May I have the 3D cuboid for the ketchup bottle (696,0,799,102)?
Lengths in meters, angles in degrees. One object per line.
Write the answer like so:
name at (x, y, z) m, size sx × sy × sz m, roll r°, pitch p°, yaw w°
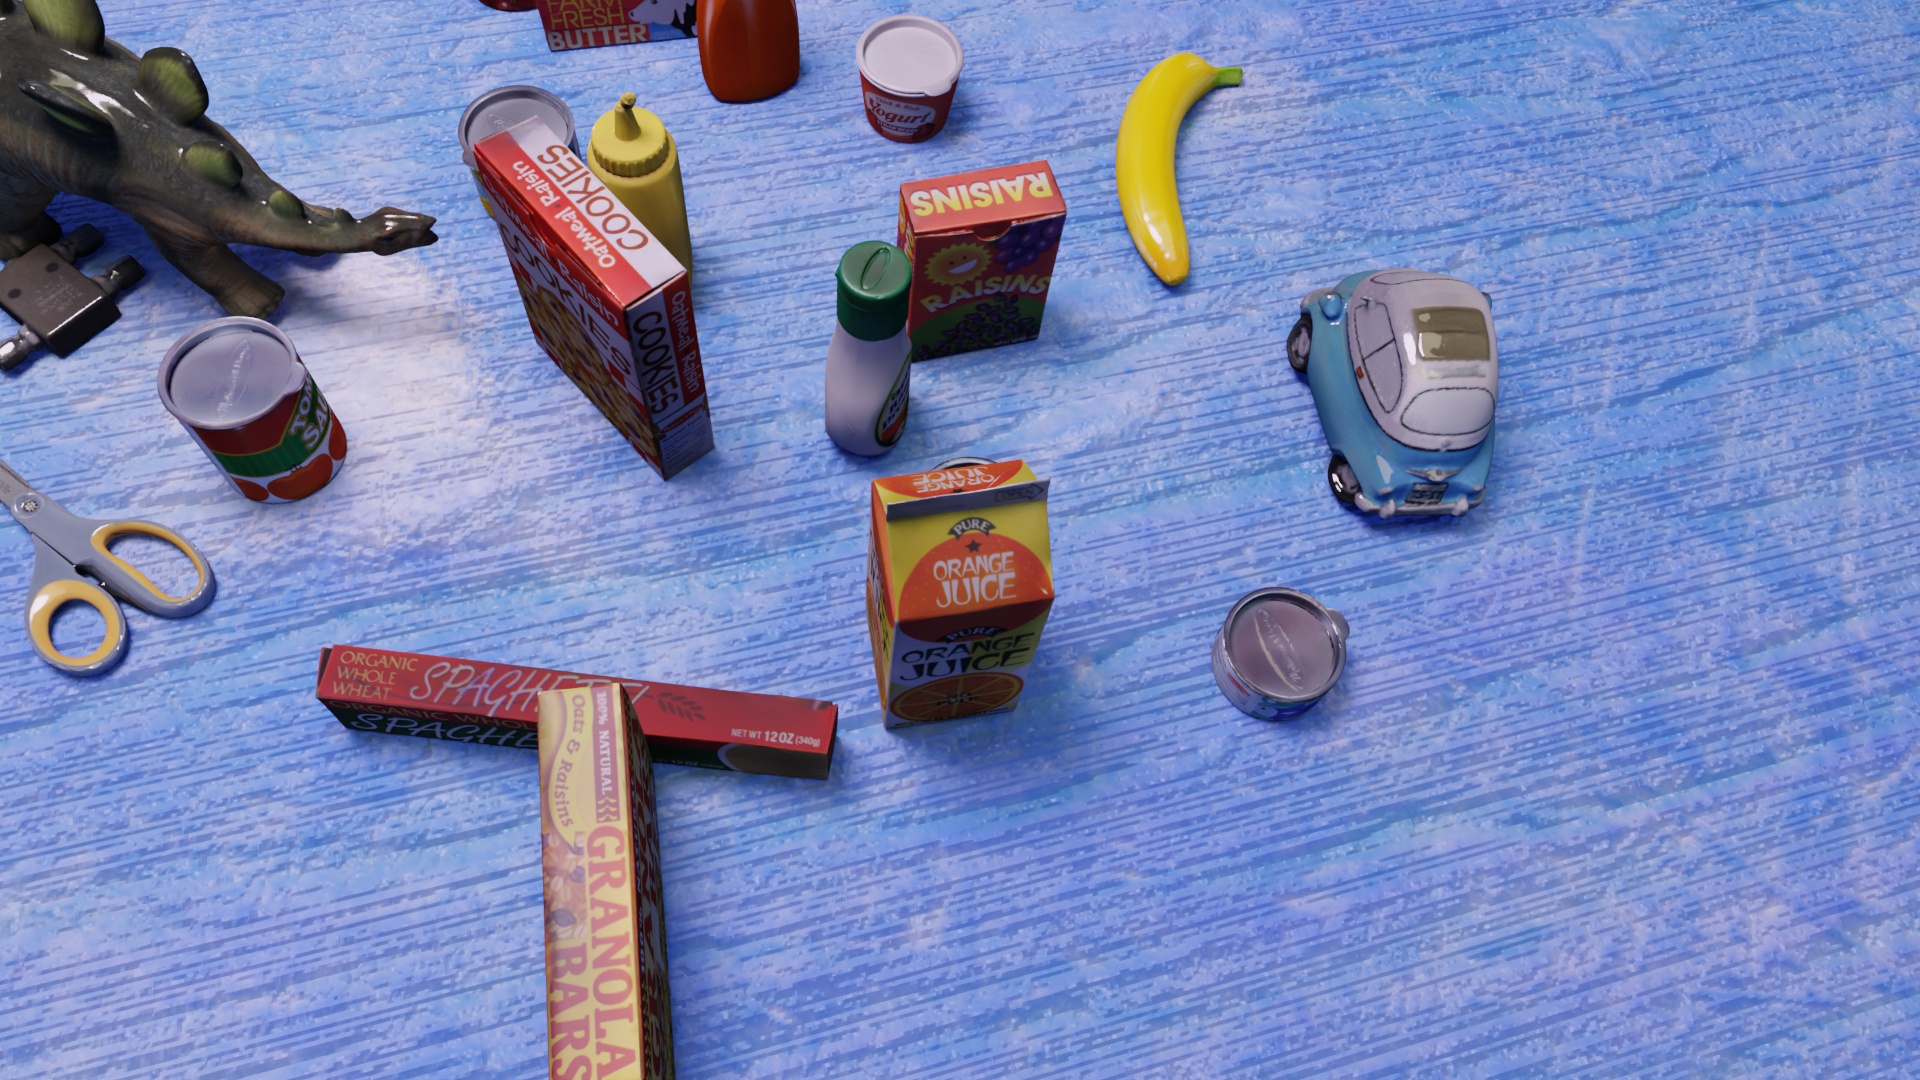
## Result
ketchup bottle at (-0.132, -0.337, 0.851) m, size 0.065 × 0.148 × 0.043 m, roll -19°, pitch 67°, yaw -14°

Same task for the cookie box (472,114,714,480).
cookie box at (-0.188, -0.120, 0.726) m, size 0.040 × 0.166 × 0.123 m, roll -38°, pitch 73°, yaw -21°

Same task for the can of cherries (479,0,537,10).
can of cherries at (-0.300, -0.392, 0.913) m, size 0.071 × 0.058 × 0.072 m, roll 2°, pitch 63°, yaw -4°

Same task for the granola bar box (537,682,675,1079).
granola bar box at (-0.154, 0.161, 0.612) m, size 0.039 × 0.123 × 0.166 m, roll -6°, pitch 64°, yaw -8°

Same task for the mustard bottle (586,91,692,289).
mustard bottle at (-0.178, -0.192, 0.767) m, size 0.049 × 0.159 × 0.065 m, roll -9°, pitch 65°, yaw -9°

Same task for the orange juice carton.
orange juice carton at (-0.004, 0.022, 0.658) m, size 0.072 × 0.191 × 0.073 m, roll -8°, pitch 65°, yaw -9°

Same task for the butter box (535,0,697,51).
butter box at (-0.222, -0.350, 0.902) m, size 0.104 × 0.053 × 0.024 m, roll -9°, pitch 65°, yaw -10°

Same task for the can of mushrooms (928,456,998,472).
can of mushrooms at (0.003, -0.010, 0.763) m, size 0.071 × 0.033 × 0.071 m, roll 2°, pitch 63°, yaw -4°

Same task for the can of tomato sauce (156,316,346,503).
can of tomato sauce at (-0.367, -0.067, 0.729) m, size 0.071 × 0.082 × 0.071 m, roll 2°, pitch 63°, yaw -4°

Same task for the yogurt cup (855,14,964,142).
yogurt cup at (-0.033, -0.294, 0.891) m, size 0.072 × 0.053 × 0.072 m, roll 2°, pitch 63°, yaw -4°

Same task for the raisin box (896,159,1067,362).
raisin box at (0.007, -0.155, 0.787) m, size 0.086 × 0.123 × 0.040 m, roll -11°, pitch 65°, yaw -11°

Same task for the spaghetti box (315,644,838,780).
spaghetti box at (-0.187, 0.086, 0.688) m, size 0.250 × 0.050 × 0.029 m, roll 7°, pitch 63°, yaw -2°

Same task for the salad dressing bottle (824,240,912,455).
salad dressing bottle at (-0.048, -0.100, 0.740) m, size 0.044 × 0.147 × 0.064 m, roll 21°, pitch 64°, yaw 5°

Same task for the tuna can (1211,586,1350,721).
tuna can at (0.172, 0.060, 0.745) m, size 0.071 × 0.032 × 0.071 m, roll 2°, pitch 63°, yaw -4°

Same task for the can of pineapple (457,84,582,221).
can of pineapple at (-0.263, -0.228, 0.835) m, size 0.071 × 0.057 × 0.071 m, roll 2°, pitch 63°, yaw -4°
